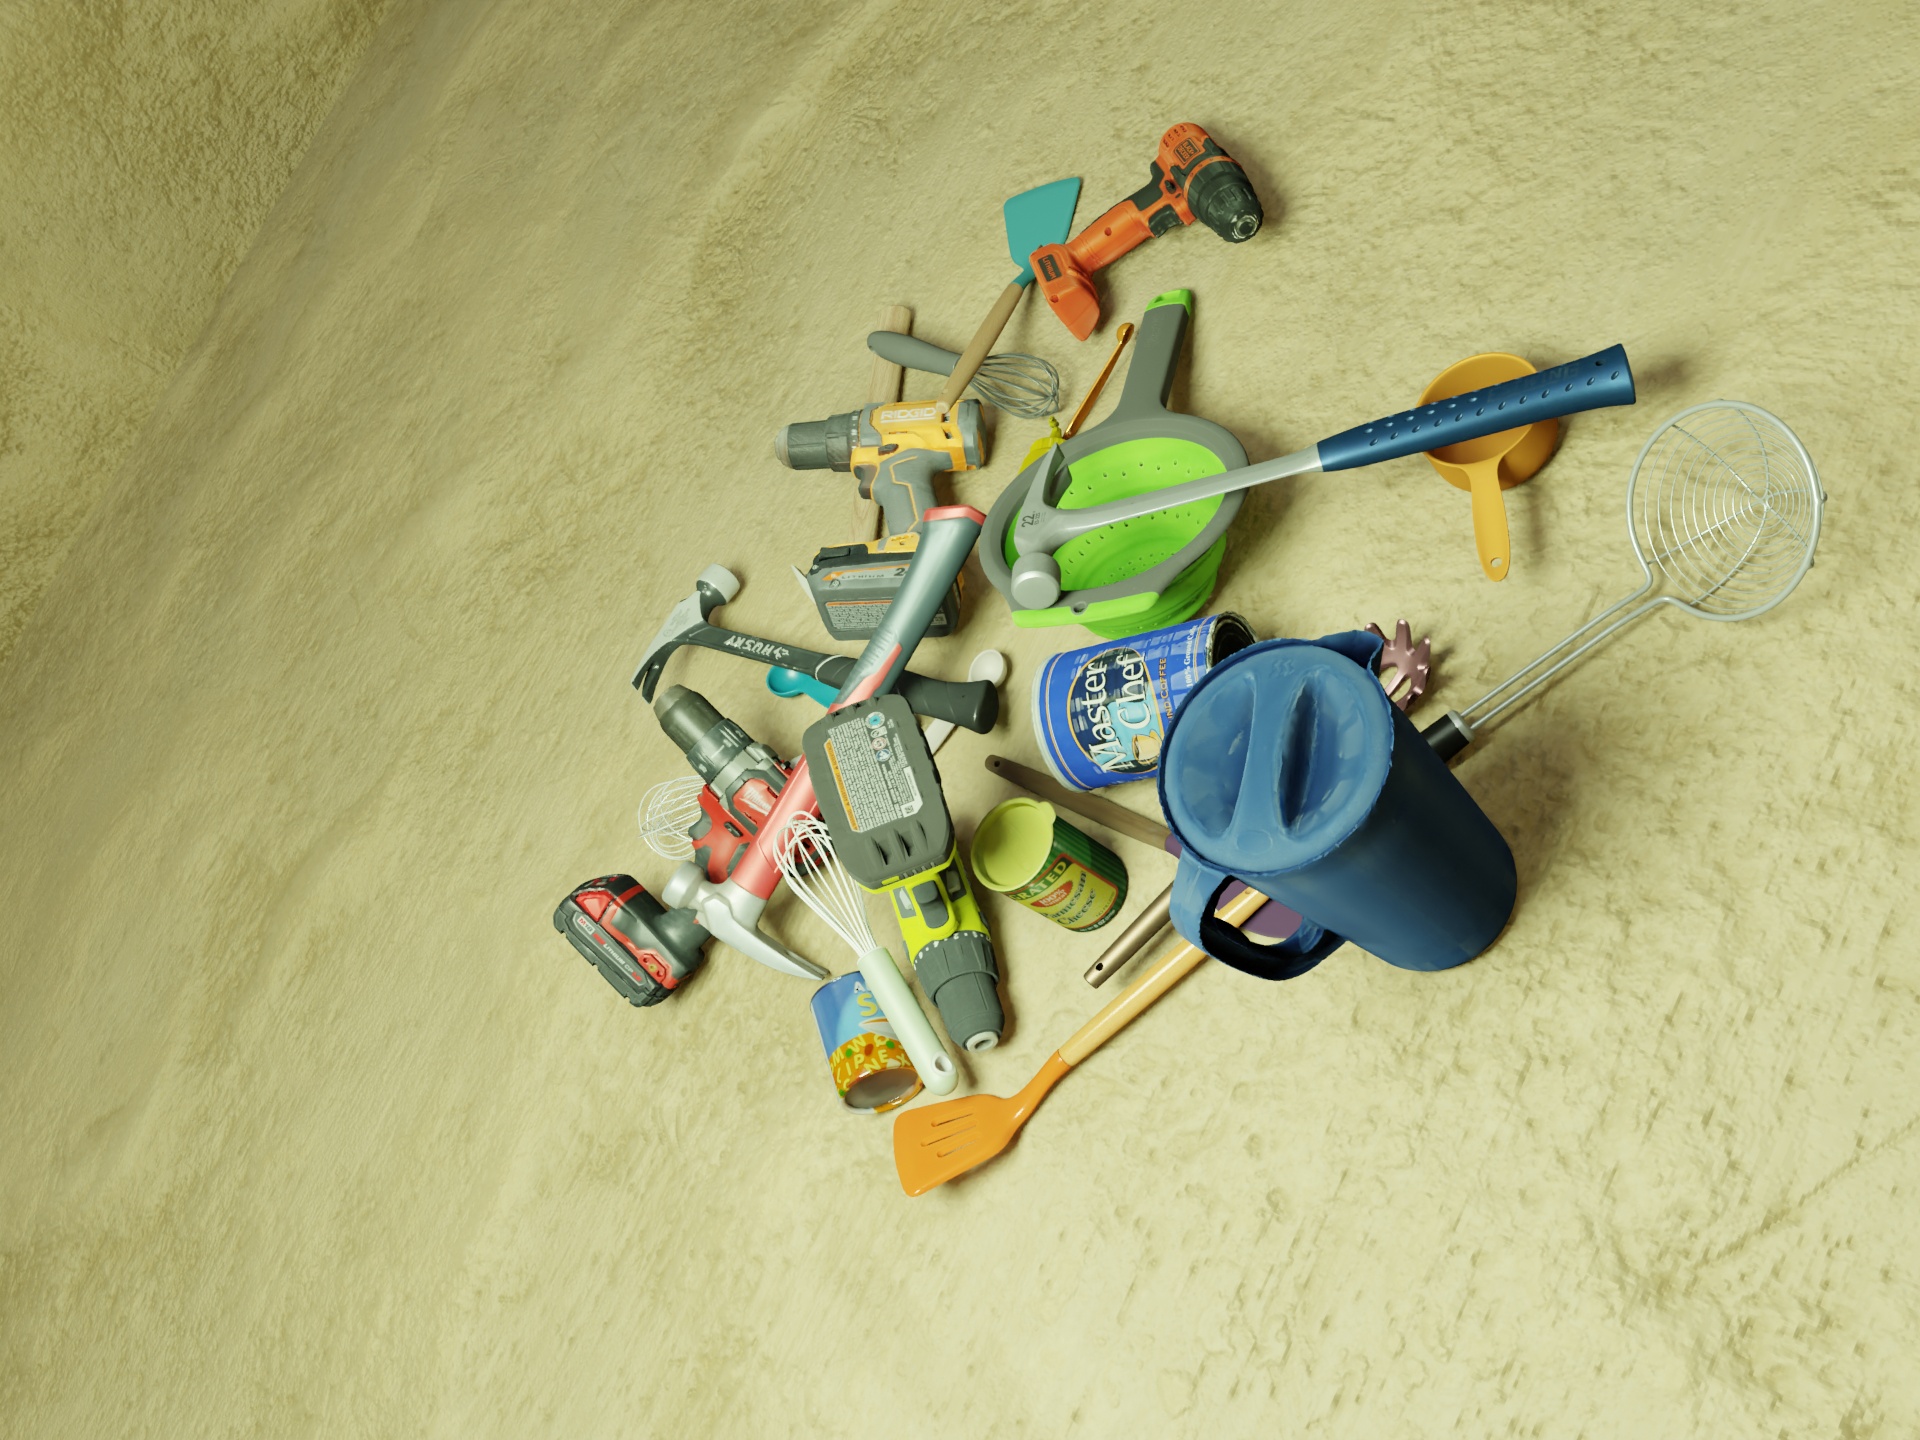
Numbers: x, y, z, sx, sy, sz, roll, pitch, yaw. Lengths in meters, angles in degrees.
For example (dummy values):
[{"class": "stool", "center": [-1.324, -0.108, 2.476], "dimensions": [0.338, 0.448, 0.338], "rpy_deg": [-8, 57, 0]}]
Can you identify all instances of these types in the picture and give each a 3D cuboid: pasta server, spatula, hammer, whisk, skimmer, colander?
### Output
[{"class": "pasta server", "center": [0.193, 0.060, 1.052], "dimensions": [0.316, 0.040, 0.060], "rpy_deg": [-46, 54, 3]}, {"class": "spatula", "center": [0.128, 0.079, 1.123], "dimensions": [0.316, 0.018, 0.060], "rpy_deg": [24, 82, 43]}, {"class": "hammer", "center": [-0.126, -0.045, 1.350], "dimensions": [0.409, 0.036, 0.149], "rpy_deg": [16, 61, 41]}, {"class": "spatula", "center": [0.033, -0.371, 1.387], "dimensions": [0.082, 0.044, 0.318], "rpy_deg": [-7, 41, 33]}, {"class": "whisk", "center": [-0.068, 0.165, 1.150], "dimensions": [0.247, 0.057, 0.059], "rpy_deg": [56, 137, 27]}, {"class": "skimmer", "center": [0.345, -0.042, 0.962], "dimensions": [0.363, 0.090, 0.127], "rpy_deg": [-39, 58, 17]}, {"class": "hammer", "center": [0.227, -0.176, 1.054], "dimensions": [0.405, 0.035, 0.144], "rpy_deg": [-13, 43, 20]}, {"class": "whisk", "center": [-0.002, -0.312, 1.403], "dimensions": [0.239, 0.055, 0.055], "rpy_deg": [26, 85, 39]}, {"class": "whisk", "center": [-0.158, 0.052, 1.346], "dimensions": [0.284, 0.070, 0.070], "rpy_deg": [-22, 55, 22]}, {"class": "colander", "center": [0.144, -0.186, 1.219], "dimensions": [0.204, 0.094, 0.397], "rpy_deg": [-6, 45, 27]}, {"class": "hammer", "center": [-0.081, -0.240, 1.455], "dimensions": [0.130, 0.031, 0.332], "rpy_deg": [-12, 60, 33]}, {"class": "spatula", "center": [0.082, 0.207, 1.068], "dimensions": [0.322, 0.041, 0.081], "rpy_deg": [-43, 26, 14]}, {"class": "hammer", "center": [-0.075, 0.011, 1.225], "dimensions": [0.143, 0.038, 0.386], "rpy_deg": [31, 96, 2]}]

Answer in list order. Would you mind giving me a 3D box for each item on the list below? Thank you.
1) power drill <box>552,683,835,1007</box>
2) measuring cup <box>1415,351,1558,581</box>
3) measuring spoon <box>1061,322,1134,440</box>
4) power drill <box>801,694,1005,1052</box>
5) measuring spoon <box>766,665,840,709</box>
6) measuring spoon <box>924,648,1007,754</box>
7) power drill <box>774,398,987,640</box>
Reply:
[{"class": "power drill", "center": [-0.230, 0.101, 1.302], "dimensions": [0.188, 0.080, 0.226], "rpy_deg": [45, 101, 2]}, {"class": "measuring cup", "center": [0.353, -0.158, 1.050], "dimensions": [0.095, 0.052, 0.174], "rpy_deg": [-15, 60, 32]}, {"class": "measuring spoon", "center": [0.111, -0.279, 1.321], "dimensions": [0.011, 0.021, 0.117], "rpy_deg": [33, 99, 18]}, {"class": "power drill", "center": [-0.028, 0.108, 1.096], "dimensions": [0.080, 0.228, 0.191], "rpy_deg": [-21, 52, 0]}, {"class": "measuring spoon", "center": [-0.117, -0.019, 1.378], "dimensions": [0.129, 0.021, 0.042], "rpy_deg": [27, 71, 35]}, {"class": "measuring spoon", "center": [-0.002, -0.004, 1.279], "dimensions": [0.124, 0.018, 0.034], "rpy_deg": [-52, 46, 14]}, {"class": "power drill", "center": [-0.076, -0.178, 1.338], "dimensions": [0.185, 0.084, 0.226], "rpy_deg": [-2, 56, 10]}]
